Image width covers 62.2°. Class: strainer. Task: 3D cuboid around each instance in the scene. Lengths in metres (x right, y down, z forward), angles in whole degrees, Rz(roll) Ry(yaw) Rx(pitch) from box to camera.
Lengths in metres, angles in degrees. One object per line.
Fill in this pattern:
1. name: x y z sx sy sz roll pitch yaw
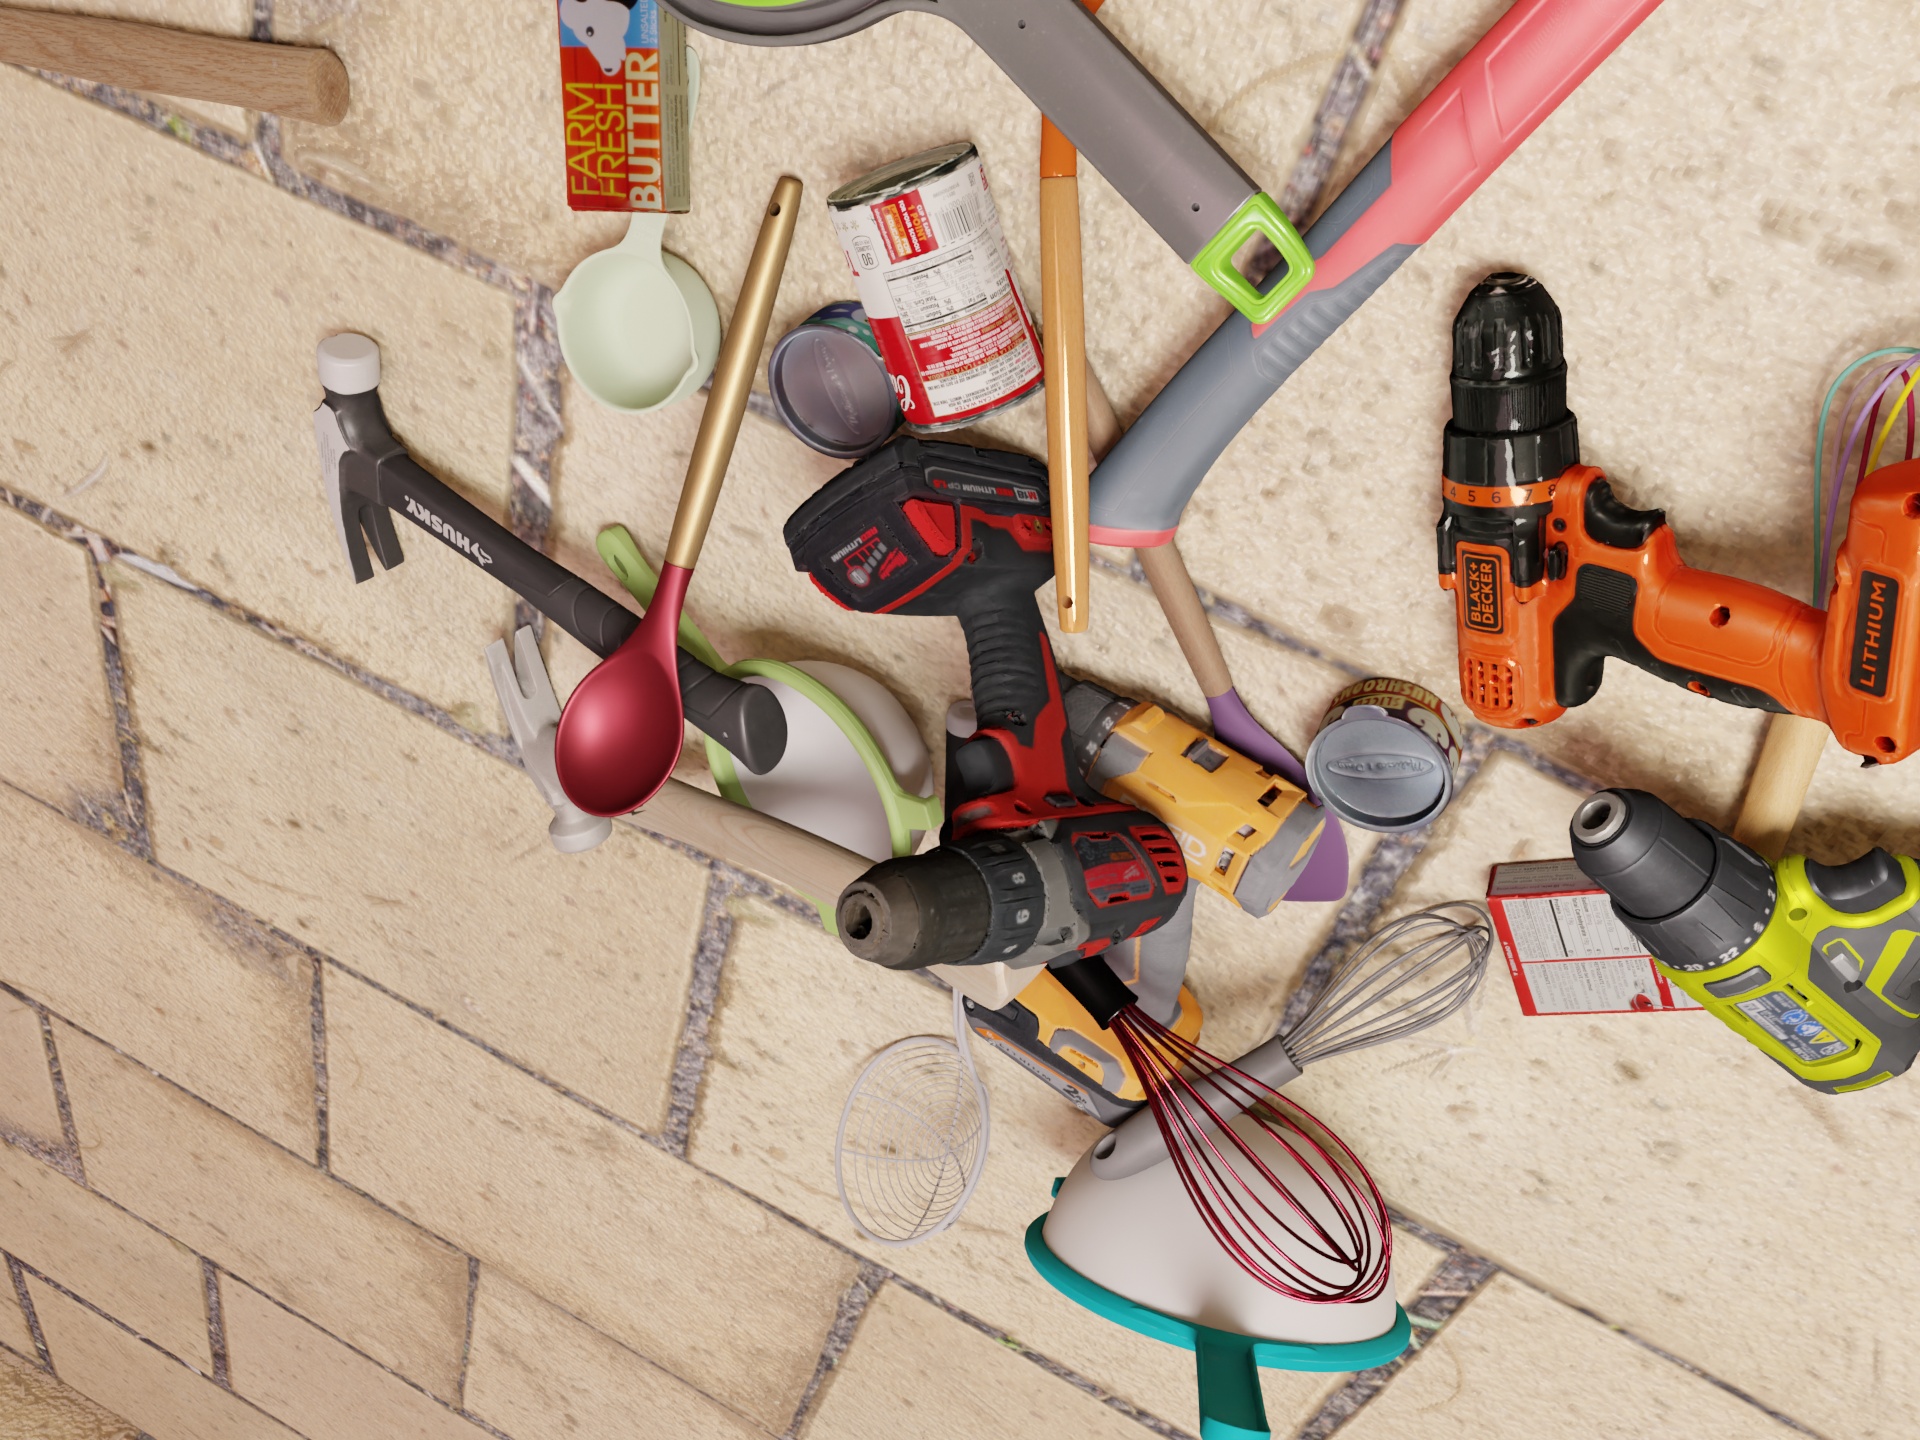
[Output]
1. strainer: 0.138 0.264 0.807 0.211 0.340 0.095 11 89 7
2. strainer: -0.098 -0.016 0.859 0.256 0.069 0.151 50 142 11

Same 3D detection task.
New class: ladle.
1. ladle: -0.127 -0.099 0.749 0.069 0.031 0.315 26 108 17

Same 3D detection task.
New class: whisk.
1. whisk: 0.335 -0.035 0.614 0.051 0.047 0.244 12 132 19
2. whisk: 0.088 0.154 0.751 0.296 0.073 0.073 47 135 18
3. whisk: 0.162 0.165 0.795 0.239 0.055 0.055 -35 104 14

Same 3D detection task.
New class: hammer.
1. hammer: -0.454 -0.344 0.817 0.331 0.031 0.130 16 129 17
2. hammer: -0.118 0.053 0.840 0.411 0.038 0.146 17 131 42
3. hammer: 0.151 -0.203 0.576 0.143 0.038 0.386 43 129 -3
4. hammer: -0.225 -0.070 0.850 0.335 0.035 0.146 34 135 20

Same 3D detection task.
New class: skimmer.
1. skimmer: -0.026 0.152 0.917 0.127 0.090 0.363 48 145 47

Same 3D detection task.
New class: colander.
1. colander: -0.030 -0.284 0.551 0.397 0.094 0.204 46 124 0

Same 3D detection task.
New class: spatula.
1. spatula: 0.036 -0.190 0.631 0.081 0.041 0.322 5 109 25
2. spatula: 0.114 -0.036 0.748 0.060 0.018 0.315 -7 121 42

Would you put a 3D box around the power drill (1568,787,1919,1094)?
1. power drill: 0.373 0.053 0.611 0.190 0.080 0.228 36 134 -22

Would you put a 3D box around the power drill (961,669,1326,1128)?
1. power drill: 0.067 0.082 0.818 0.185 0.084 0.226 32 131 19

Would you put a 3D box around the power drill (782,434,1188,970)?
1. power drill: -0.001 -0.002 0.677 0.080 0.187 0.227 -29 73 38

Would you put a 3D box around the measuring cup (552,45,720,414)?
1. measuring cup: -0.137 -0.225 0.739 0.083 0.038 0.167 26 115 14
